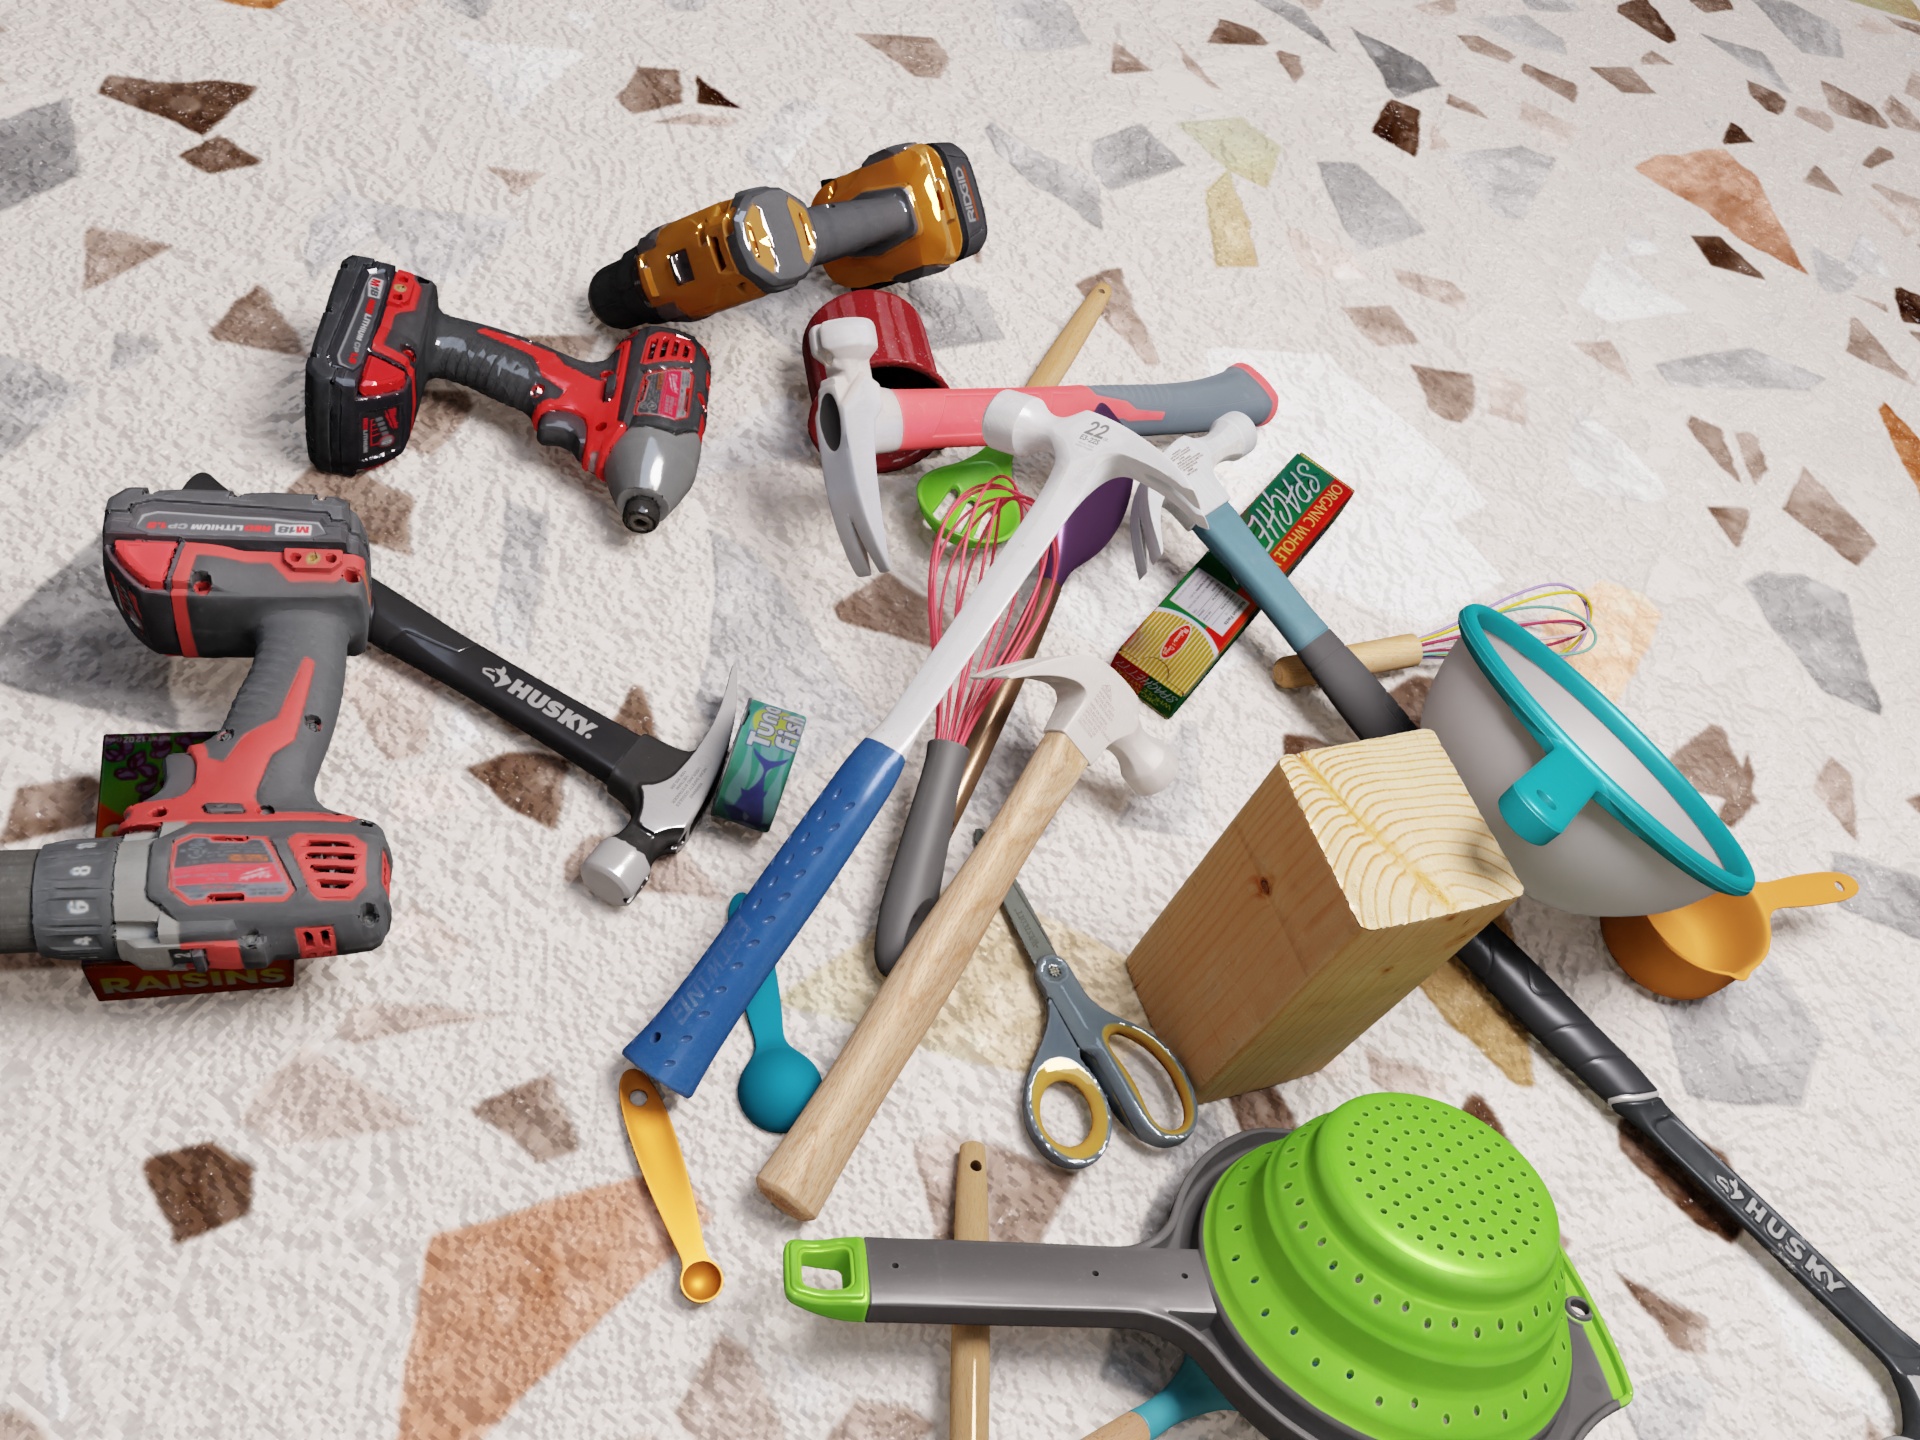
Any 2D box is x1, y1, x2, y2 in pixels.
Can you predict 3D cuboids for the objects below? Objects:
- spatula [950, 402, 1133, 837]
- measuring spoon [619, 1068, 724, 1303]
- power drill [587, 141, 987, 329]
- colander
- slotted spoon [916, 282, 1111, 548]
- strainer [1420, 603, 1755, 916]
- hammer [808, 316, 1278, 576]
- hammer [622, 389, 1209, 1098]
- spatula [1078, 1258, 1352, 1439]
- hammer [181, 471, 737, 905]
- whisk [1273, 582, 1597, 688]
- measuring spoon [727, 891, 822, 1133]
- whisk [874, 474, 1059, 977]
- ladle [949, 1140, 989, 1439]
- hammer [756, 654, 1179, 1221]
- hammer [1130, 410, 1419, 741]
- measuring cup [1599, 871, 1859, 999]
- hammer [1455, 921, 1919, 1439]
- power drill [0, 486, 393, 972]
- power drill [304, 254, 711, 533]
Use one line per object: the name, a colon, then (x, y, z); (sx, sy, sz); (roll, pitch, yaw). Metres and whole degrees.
spatula: (0.045, -0.059, 0.939); (0.059, 0.018, 0.316); (45, 57, -34)
measuring spoon: (-0.135, 0.214, 0.733); (0.021, 0.011, 0.117); (-12, 57, -25)
power drill: (-0.116, -0.304, 1.027); (0.226, 0.185, 0.084); (-30, 109, -42)
colander: (0.124, 0.230, 0.707); (0.397, 0.094, 0.205); (6, 32, -13)
slotted spoon: (0.048, -0.213, 1.079); (0.070, 0.031, 0.314); (28, 51, 1)
strainer: (0.297, 0.047, 0.829); (0.211, 0.095, 0.340); (49, 26, 15)
hammer: (0.073, -0.180, 1.012); (0.386, 0.038, 0.143); (-11, 95, -40)
hammer: (-0.027, 0.007, 0.791); (0.144, 0.035, 0.405); (25, 73, 34)
spatula: (0.063, 0.306, 0.678); (0.317, 0.044, 0.082); (-10, 51, -43)
hammer: (-0.275, -0.041, 0.851); (0.335, 0.035, 0.146); (30, 53, 5)
whisk: (0.315, -0.046, 1.039); (0.245, 0.047, 0.051); (-10, 61, -18)
measuring spoon: (-0.096, 0.139, 0.787); (0.042, 0.021, 0.129); (-5, 59, -21)
whisk: (-0.001, -0.003, 0.864); (0.073, 0.073, 0.296); (16, 70, -6)
ladle: (0.000, 0.334, 0.678); (0.078, 0.062, 0.320); (11, 47, -11)
hammer: (-0.001, 0.098, 0.803); (0.130, 0.031, 0.331); (49, 59, -27)
hammer: (0.226, -0.039, 0.975); (0.128, 0.033, 0.331); (-33, 80, -28)
measuring cup: (0.465, 0.119, 0.962); (0.173, 0.052, 0.095); (-5, 58, -22)
hammer: (0.390, 0.220, 0.877); (0.149, 0.036, 0.409); (-32, 70, -34)
power drill: (-0.355, 0.007, 0.719); (0.187, 0.080, 0.227); (0, 59, -18)
power drill: (-0.260, -0.184, 0.933); (0.219, 0.078, 0.143); (10, 54, -14)
